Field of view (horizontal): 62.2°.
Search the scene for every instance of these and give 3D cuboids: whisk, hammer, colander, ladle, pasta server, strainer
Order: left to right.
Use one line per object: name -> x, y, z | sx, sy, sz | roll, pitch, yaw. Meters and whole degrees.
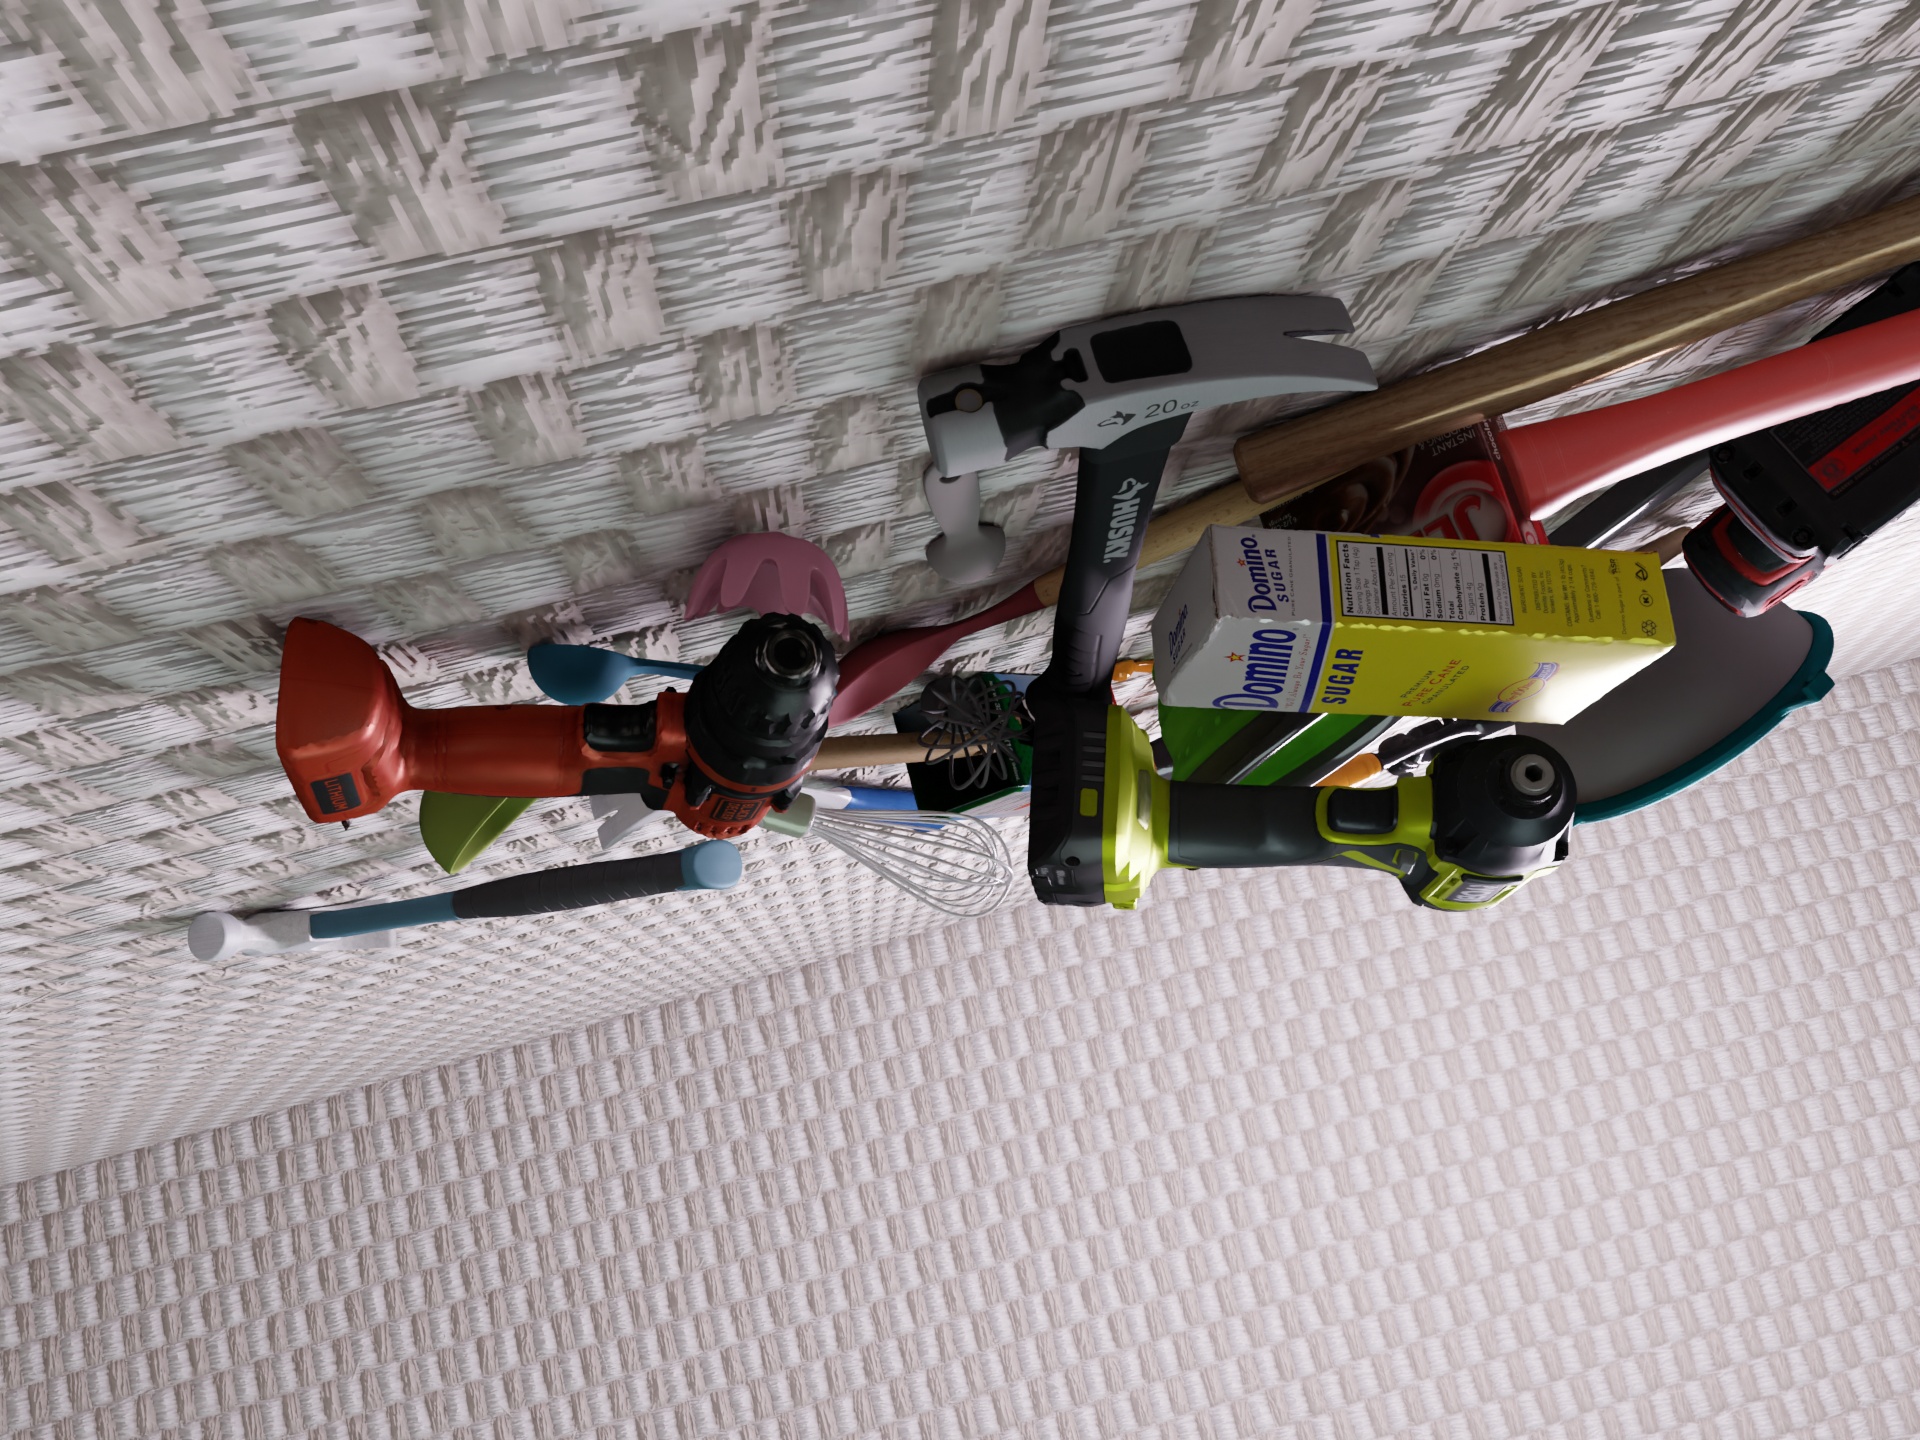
hammer -> -0.295, 0.112, 0.983 | 0.331, 0.033, 0.128 | -10, 172, 14
ladle -> -0.113, 0.031, 0.815 | 0.320, 0.062, 0.078 | -4, 155, -31
pasta server -> -0.079, -0.026, 0.702 | 0.060, 0.040, 0.316 | 7, 168, -3
hammer -> -0.096, 0.054, 1.079 | 0.144, 0.035, 0.405 | -19, 168, 16
whisk -> -0.078, 0.056, 0.877 | 0.246, 0.059, 0.058 | 18, 163, -21
whisk -> -0.001, -0.001, 0.798 | 0.055, 0.055, 0.239 | -15, -174, -4
ladle -> 0.059, -0.067, 0.722 | 0.315, 0.031, 0.069 | -24, 175, 27
hammer -> 0.062, -0.062, 0.640 | 0.146, 0.035, 0.334 | -15, 162, -4
hammer -> 0.257, 0.037, 1.059 | 0.337, 0.034, 0.127 | -17, 169, -43
colander -> 0.231, -0.071, 0.835 | 0.397, 0.094, 0.204 | -40, 162, 21
strainer -> 0.455, -0.059, 1.077 | 0.211, 0.095, 0.340 | -36, -172, 30
hammer -> 0.264, -0.149, 0.591 | 0.331, 0.031, 0.130 | -19, 168, 17
hammer -> 0.378, -0.149, 0.571 | 0.359, 0.037, 0.149 | -18, 168, 10

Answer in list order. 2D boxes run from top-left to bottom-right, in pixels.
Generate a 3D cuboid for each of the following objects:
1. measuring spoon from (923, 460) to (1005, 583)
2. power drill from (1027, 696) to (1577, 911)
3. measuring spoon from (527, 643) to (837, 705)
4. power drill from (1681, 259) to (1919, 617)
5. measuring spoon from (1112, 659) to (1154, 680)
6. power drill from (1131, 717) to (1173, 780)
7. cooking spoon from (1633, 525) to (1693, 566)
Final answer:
measuring spoon -> 0.000, -0.075, 0.618 | 0.034, 0.018, 0.124 | -16, 168, 1
power drill -> 0.144, 0.040, 0.694 | 0.223, 0.080, 0.171 | 2, 165, 7
measuring spoon -> -0.115, -0.012, 0.660 | 0.128, 0.021, 0.042 | 7, 168, -14
power drill -> 0.433, -0.134, 0.743 | 0.188, 0.080, 0.226 | -40, 163, 16
measuring spoon -> 0.130, -0.031, 1.034 | 0.021, 0.011, 0.117 | -24, 167, 36
power drill -> 0.181, 0.013, 1.162 | 0.226, 0.084, 0.185 | -17, 169, -20
cooking spoon -> 0.399, -0.089, 0.951 | 0.068, 0.017, 0.319 | -41, 168, 37
